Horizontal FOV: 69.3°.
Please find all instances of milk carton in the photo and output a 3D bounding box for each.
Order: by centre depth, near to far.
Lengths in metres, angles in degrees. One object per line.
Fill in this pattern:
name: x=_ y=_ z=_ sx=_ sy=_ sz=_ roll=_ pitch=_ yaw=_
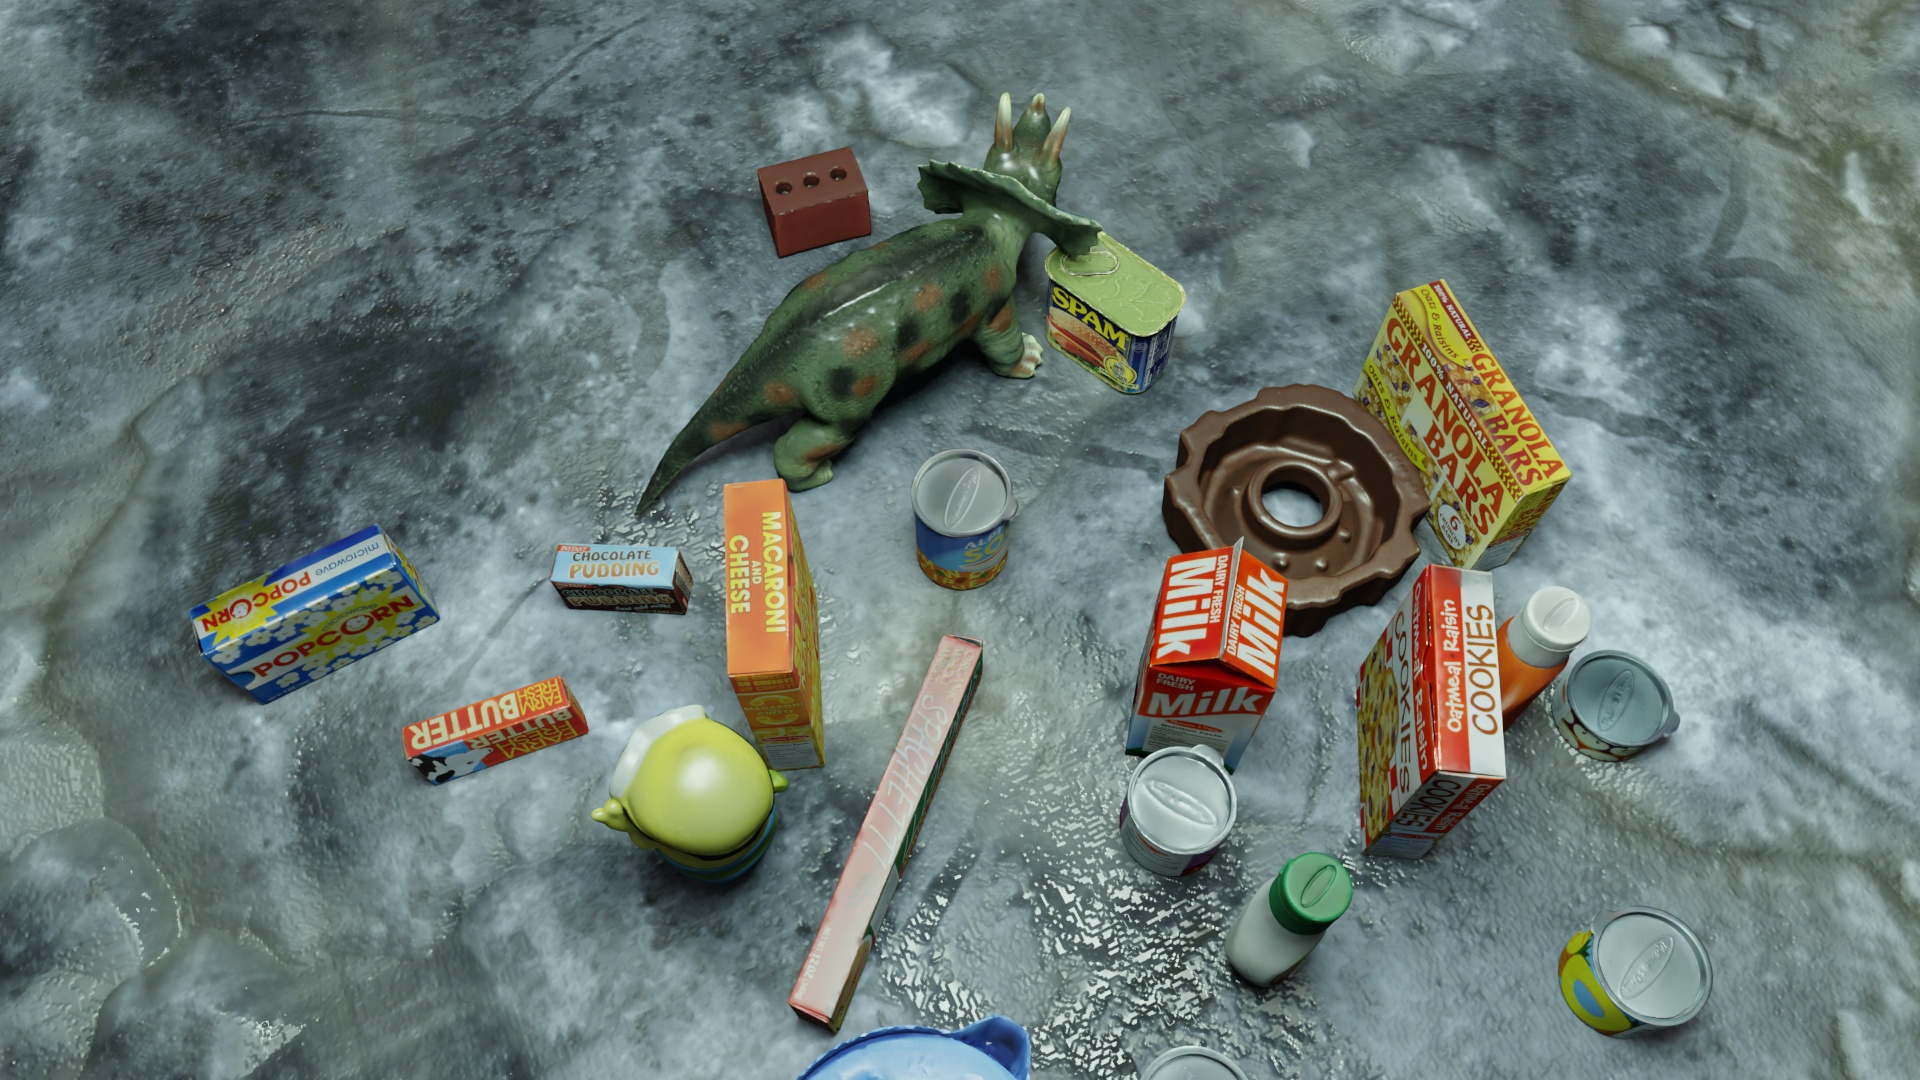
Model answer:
milk carton: x=0.147 y=0.071 z=0.829 sx=0.073 sy=0.189 sz=0.072 roll=11 pitch=63 yaw=6

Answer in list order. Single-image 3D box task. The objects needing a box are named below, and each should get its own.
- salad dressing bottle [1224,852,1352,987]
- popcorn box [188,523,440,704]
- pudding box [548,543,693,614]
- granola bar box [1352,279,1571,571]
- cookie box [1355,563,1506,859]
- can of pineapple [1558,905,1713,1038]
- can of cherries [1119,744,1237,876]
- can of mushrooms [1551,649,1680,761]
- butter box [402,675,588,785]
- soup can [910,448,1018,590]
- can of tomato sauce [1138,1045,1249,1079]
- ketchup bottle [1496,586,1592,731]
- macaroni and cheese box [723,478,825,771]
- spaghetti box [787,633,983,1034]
salad dressing bottle: x=0.184 y=0.211 z=0.779 sx=0.044 sy=0.147 sz=0.064 roll=39 pitch=69 yaw=19
popcorn box: x=-0.417 y=0.049 z=0.905 sx=0.127 sy=0.085 sz=0.038 roll=-27 pitch=65 yaw=-13
pudding box: x=-0.227 y=0.026 z=0.936 sx=0.084 sy=0.049 sz=0.030 roll=3 pitch=62 yaw=2
granola bar box: x=0.335 y=-0.074 z=0.942 sx=0.039 sy=0.123 sz=0.166 roll=-18 pitch=64 yaw=-8
cookie box: x=0.273 y=0.106 z=0.823 sx=0.040 sy=0.166 sz=0.123 roll=5 pitch=63 yaw=3
can of pineapple: x=0.389 y=0.250 z=0.807 sx=0.071 sy=0.057 sz=0.071 roll=0 pitch=62 yaw=0
can of cherries: x=0.134 y=0.166 z=0.854 sx=0.071 sy=0.058 sz=0.072 roll=0 pitch=62 yaw=0
can of mushrooms: x=0.422 y=0.108 z=0.895 sx=0.071 sy=0.033 sz=0.071 roll=0 pitch=62 yaw=0
butter box: x=-0.294 y=0.121 z=0.884 sx=0.104 sy=0.053 sz=0.024 roll=-19 pitch=64 yaw=-9
soup can: x=0.003 y=-0.012 z=0.934 sx=0.071 sy=0.083 sz=0.071 roll=0 pitch=62 yaw=1
can of tomato sauce: x=0.126 y=0.316 z=0.760 sx=0.071 sy=0.082 sz=0.071 roll=0 pitch=62 yaw=1
ketchup bottle: x=0.340 y=0.076 z=0.848 sx=0.065 sy=0.148 sz=0.043 roll=-40 pitch=69 yaw=-18
macaroni and cheese box: x=-0.112 y=0.056 z=0.853 sx=0.040 sy=0.165 sz=0.124 roll=-5 pitch=62 yaw=-2
spaghetti box: x=-0.041 y=0.174 z=0.855 sx=0.029 sy=0.050 sz=0.251 roll=18 pitch=64 yaw=10
